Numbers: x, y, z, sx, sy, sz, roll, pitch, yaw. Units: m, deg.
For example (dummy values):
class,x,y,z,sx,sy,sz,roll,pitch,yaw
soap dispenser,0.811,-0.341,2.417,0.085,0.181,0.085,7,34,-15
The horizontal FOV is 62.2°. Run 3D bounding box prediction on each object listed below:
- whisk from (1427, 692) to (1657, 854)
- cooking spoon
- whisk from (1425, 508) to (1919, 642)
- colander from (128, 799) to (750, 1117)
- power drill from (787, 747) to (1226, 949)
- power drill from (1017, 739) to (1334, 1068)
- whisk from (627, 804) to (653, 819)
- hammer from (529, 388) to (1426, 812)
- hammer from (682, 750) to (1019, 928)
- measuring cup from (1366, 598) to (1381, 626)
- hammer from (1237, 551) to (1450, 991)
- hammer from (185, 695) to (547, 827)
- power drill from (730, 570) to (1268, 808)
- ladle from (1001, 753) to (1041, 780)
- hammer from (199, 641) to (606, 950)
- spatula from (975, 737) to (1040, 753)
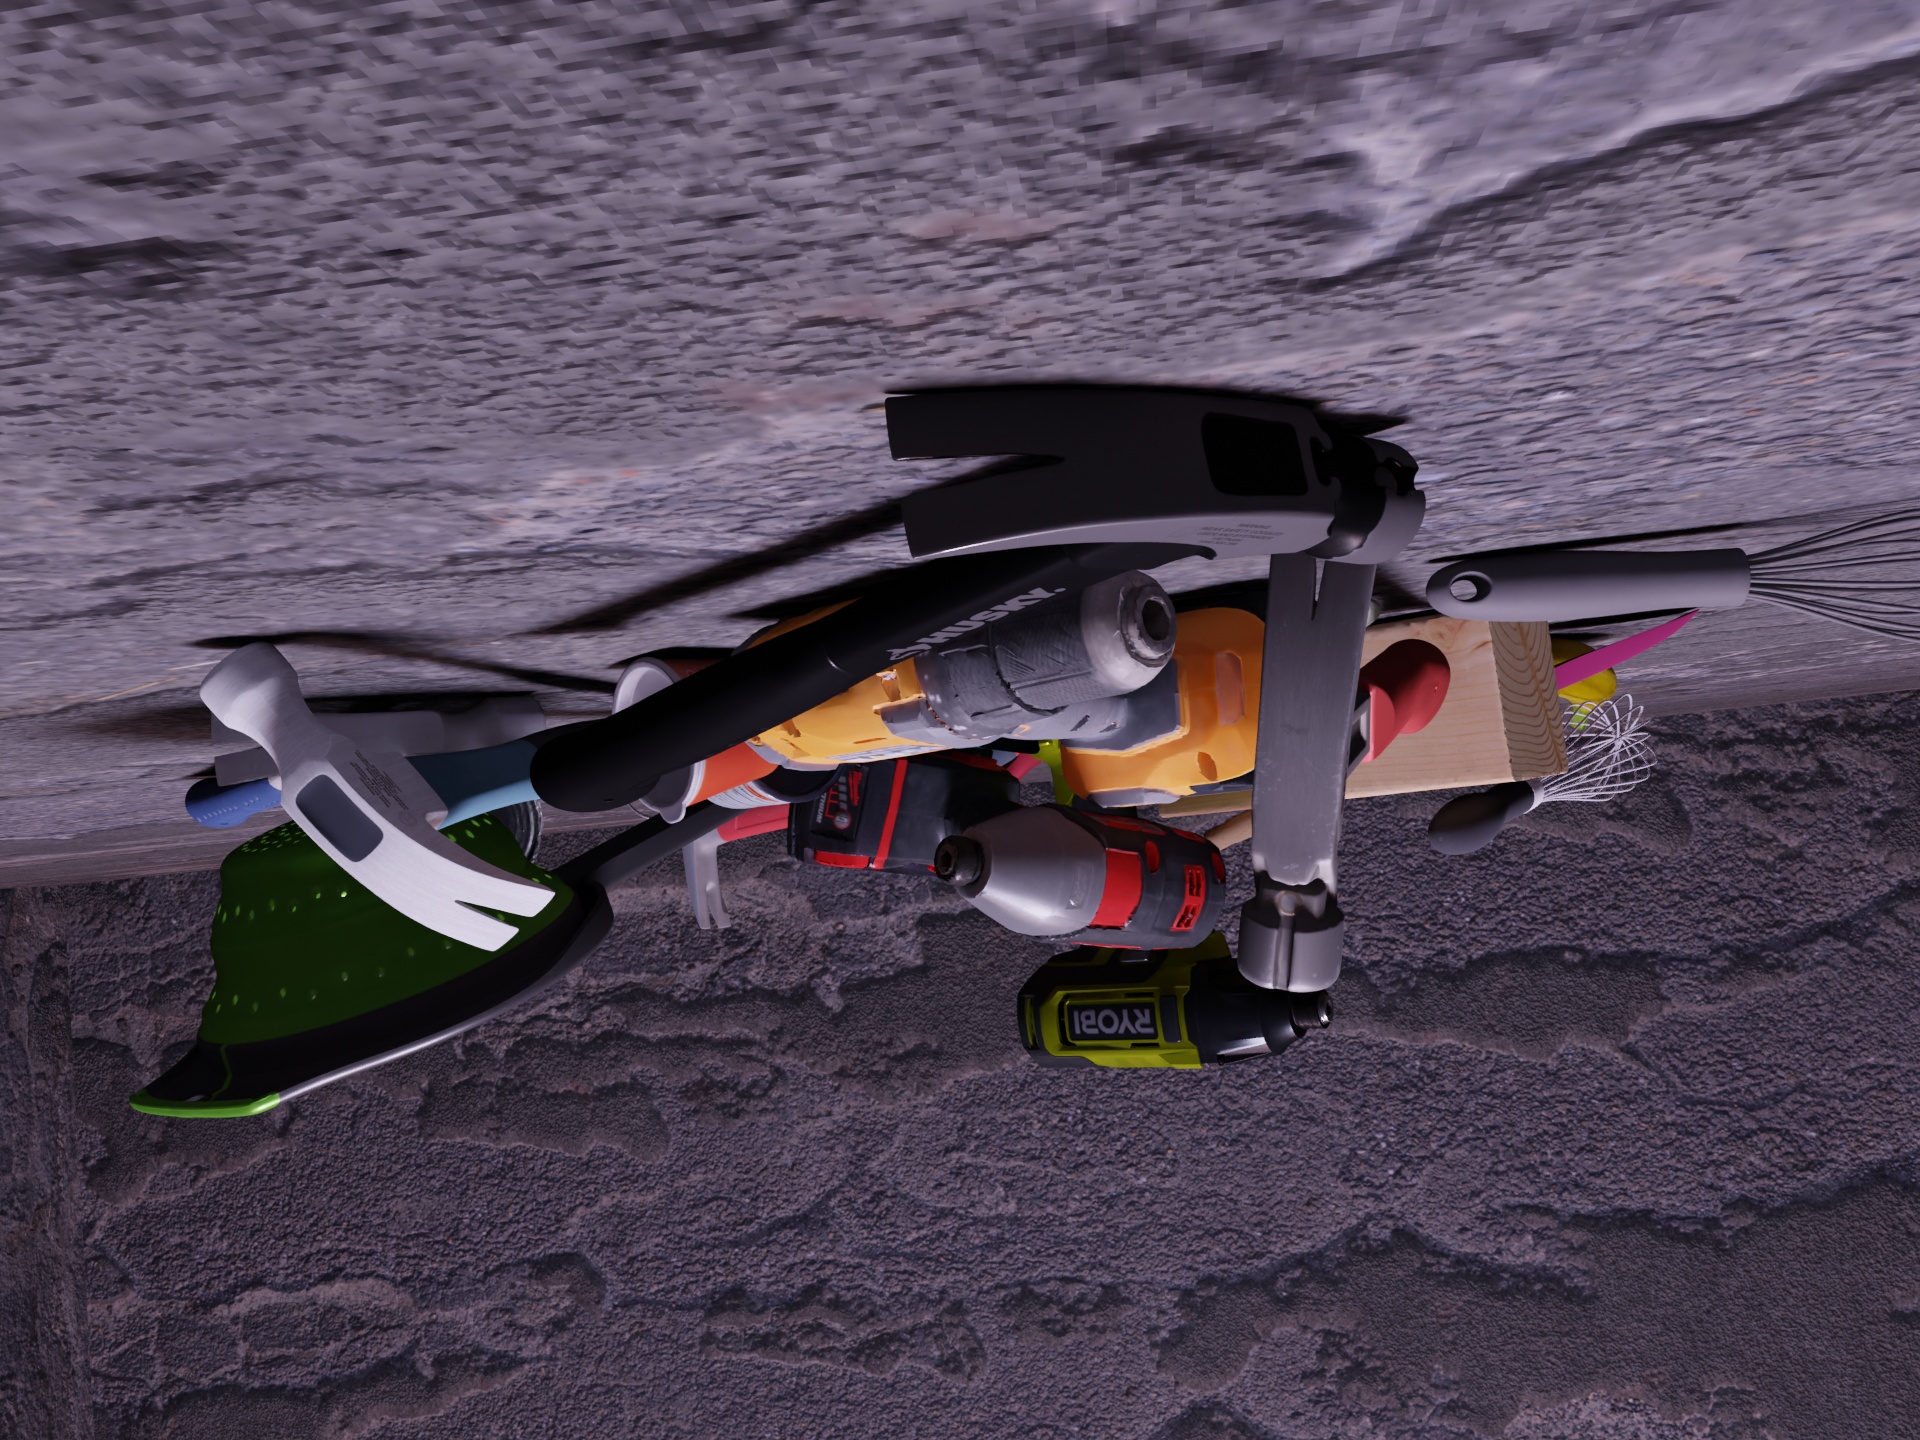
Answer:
class,x,y,z,sx,sy,sz,roll,pitch,yaw
whisk,0.346,0.037,0.946,0.070,0.070,0.284,-10,-175,43
cooking spoon,0.293,0.006,0.959,0.319,0.017,0.068,-26,174,6
whisk,0.306,-0.054,0.630,0.239,0.055,0.055,-2,176,5
colander,-0.231,0.061,0.806,0.204,0.094,0.397,-9,-167,36
power drill,0.009,0.057,0.773,0.143,0.078,0.220,10,-176,-34
power drill,0.107,0.074,0.857,0.171,0.223,0.080,-9,175,33
whisk,-0.111,0.023,1.087,0.246,0.059,0.058,-10,-172,-7
hammer,-0.043,-0.019,0.471,0.146,0.035,0.335,-1,167,-41
hammer,-0.085,0.069,1.223,0.386,0.143,0.038,-15,168,41
measuring cup,0.121,-0.016,0.755,0.167,0.083,0.038,-22,-148,31
hammer,0.162,-0.013,0.627,0.037,0.149,0.359,7,-170,20
hammer,-0.374,0.030,0.882,0.144,0.035,0.405,-3,175,-37
power drill,0.052,-0.015,0.609,0.226,0.084,0.185,5,169,-44
ladle,0.022,0.042,1.069,0.069,0.031,0.315,11,154,-22
hammer,-0.182,0.018,0.690,0.033,0.128,0.331,-42,176,10
spatula,-0.001,-0.003,0.902,0.082,0.044,0.317,9,177,0
